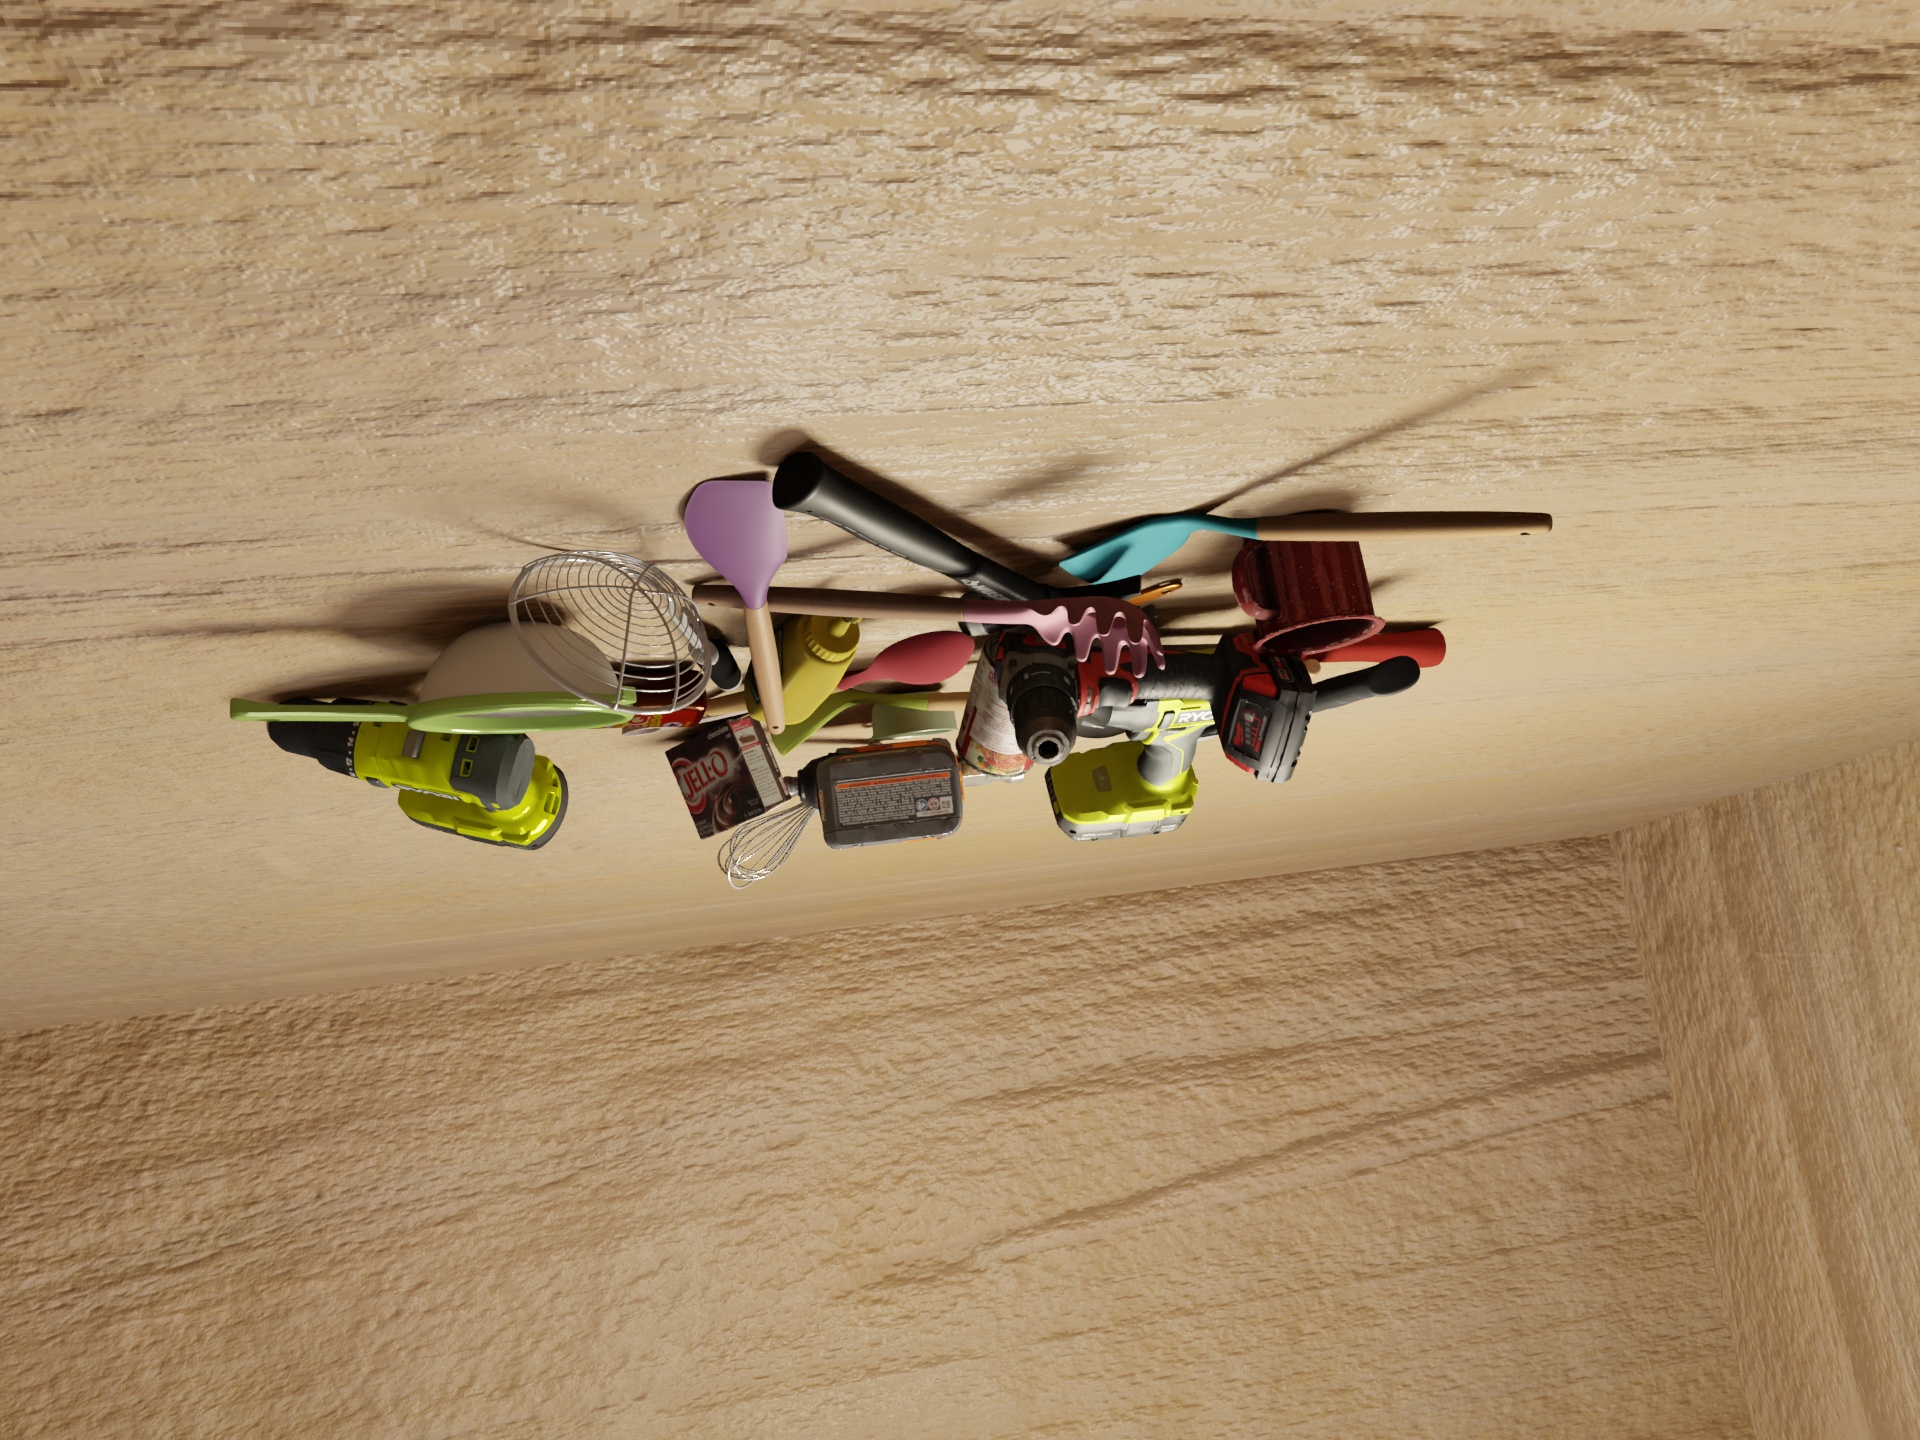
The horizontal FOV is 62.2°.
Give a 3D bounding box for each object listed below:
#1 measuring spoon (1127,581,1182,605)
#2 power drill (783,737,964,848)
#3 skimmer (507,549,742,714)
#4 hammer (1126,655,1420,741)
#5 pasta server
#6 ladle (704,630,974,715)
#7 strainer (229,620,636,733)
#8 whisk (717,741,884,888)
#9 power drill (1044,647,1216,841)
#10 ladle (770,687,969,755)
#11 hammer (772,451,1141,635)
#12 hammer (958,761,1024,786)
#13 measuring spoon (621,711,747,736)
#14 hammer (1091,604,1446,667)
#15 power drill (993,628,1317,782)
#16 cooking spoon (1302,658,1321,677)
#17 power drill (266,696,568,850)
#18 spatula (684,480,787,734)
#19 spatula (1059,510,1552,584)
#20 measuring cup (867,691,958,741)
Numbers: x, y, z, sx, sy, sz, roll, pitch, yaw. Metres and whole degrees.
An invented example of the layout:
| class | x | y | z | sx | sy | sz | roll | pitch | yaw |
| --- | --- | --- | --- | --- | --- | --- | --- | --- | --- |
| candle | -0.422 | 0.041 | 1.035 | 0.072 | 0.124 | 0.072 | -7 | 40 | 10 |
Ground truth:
| class | x | y | z | sx | sy | sz | roll | pitch | yaw |
| --- | --- | --- | --- | --- | --- | --- | --- | --- | --- |
| measuring spoon | 0.128 | -0.087 | 1.255 | 0.117 | 0.011 | 0.021 | -20 | 163 | 40 |
| power drill | -0.080 | 0.059 | 1.408 | 0.164 | 0.084 | 0.226 | -6 | -176 | -4 |
| skimmer | -0.204 | -0.037 | 1.074 | 0.090 | 0.127 | 0.363 | -47 | 175 | -6 |
| hammer | 0.296 | -0.009 | 1.485 | 0.149 | 0.036 | 0.409 | -20 | 178 | -21 |
| pasta server | -0.025 | -0.066 | 1.030 | 0.316 | 0.040 | 0.060 | 4 | 159 | 11 |
| ladle | -0.112 | -0.029 | 1.252 | 0.315 | 0.031 | 0.069 | -10 | 162 | 43 |
| strainer | -0.349 | -0.031 | 1.065 | 0.256 | 0.069 | 0.151 | 0 | 174 | -20 |
| whisk | -0.145 | 0.084 | 1.523 | 0.058 | 0.059 | 0.246 | 20 | -143 | 27 |
| power drill | 0.154 | 0.017 | 1.357 | 0.171 | 0.080 | 0.223 | -5 | 150 | -15 |
| ladle | -0.002 | -0.004 | 1.359 | 0.320 | 0.062 | 0.078 | -1 | 174 | -8 |
| hammer | -0.006 | -0.105 | 1.005 | 0.146 | 0.035 | 0.334 | -1 | 170 | 29 |
| hammer | 0.036 | 0.022 | 1.621 | 0.130 | 0.031 | 0.331 | -6 | 166 | -14 |
| measuring spoon | -0.232 | -0.006 | 1.374 | 0.124 | 0.018 | 0.034 | -12 | 174 | -18 |
| hammer | 0.282 | -0.065 | 1.399 | 0.359 | 0.037 | 0.149 | -2 | 166 | -23 |
| power drill | 0.137 | -0.015 | 1.161 | 0.226 | 0.080 | 0.188 | 7 | -152 | -5 |
| cooking spoon | 0.261 | -0.028 | 1.404 | 0.068 | 0.017 | 0.319 | -19 | 177 | -7 |
| power drill | -0.414 | 0.037 | 1.248 | 0.190 | 0.080 | 0.228 | 11 | 167 | 3 |
| spatula | -0.134 | -0.065 | 1.037 | 0.060 | 0.018 | 0.315 | 0 | 154 | -1 |
| spatula | 0.219 | -0.114 | 1.032 | 0.317 | 0.044 | 0.082 | 3 | 172 | 34 |
| measuring cup | -0.058 | -0.002 | 1.465 | 0.083 | 0.038 | 0.167 | -5 | 178 | -20 |
